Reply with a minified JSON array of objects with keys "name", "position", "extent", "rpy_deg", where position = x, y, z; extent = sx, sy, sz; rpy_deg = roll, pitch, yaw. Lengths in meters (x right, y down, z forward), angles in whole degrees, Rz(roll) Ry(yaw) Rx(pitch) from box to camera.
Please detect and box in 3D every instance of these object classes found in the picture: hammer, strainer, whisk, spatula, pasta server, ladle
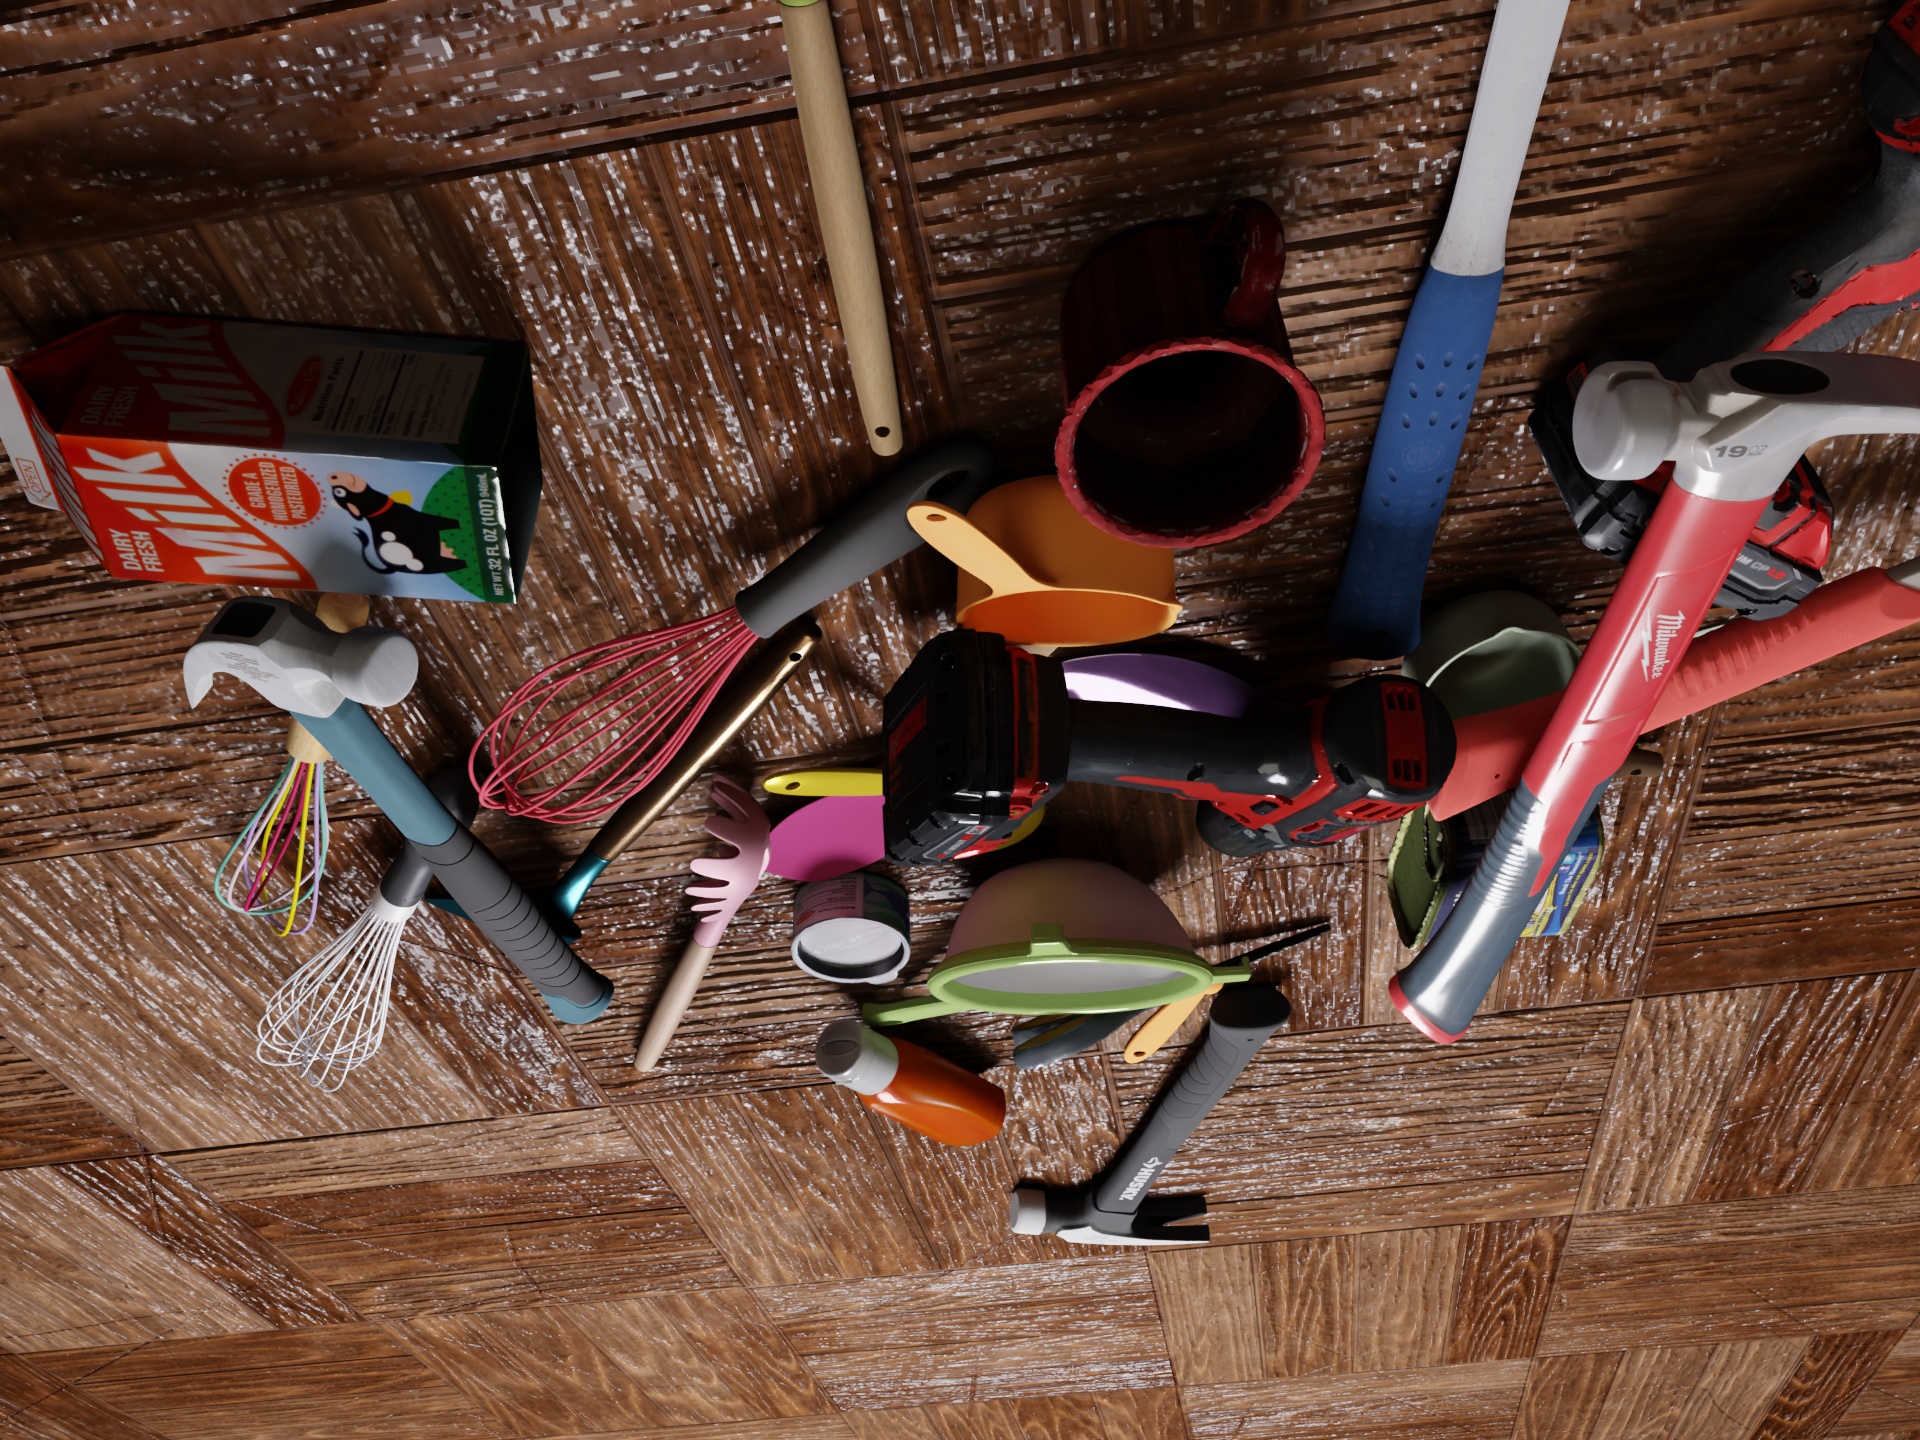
[{"name":"hammer","position":[0.265,0.018,0.651],"extent":[0.143,0.038,0.386],"rpy_deg":[0,138,-5]},{"name":"strainer","position":[0.025,0.125,0.887],"extent":[0.151,0.069,0.256],"rpy_deg":[15,156,-36]},{"name":"whisk","position":[-0.315,0.114,0.862],"extent":[0.070,0.070,0.284],"rpy_deg":[21,129,-24]},{"name":"hammer","position":[0.370,-0.036,0.683],"extent":[0.359,0.037,0.149],"rpy_deg":[-25,135,13]},{"name":"whisk","position":[-0.104,-0.036,0.692],"extent":[0.296,0.073,0.073],"rpy_deg":[-32,131,22]},{"name":"hammer","position":[0.147,0.276,1.077],"extent":[0.146,0.035,0.334],"rpy_deg":[9,138,-11]},{"name":"spatula","position":[0.194,0.002,0.771],"extent":[0.316,0.018,0.059],"rpy_deg":[7,140,-9]},{"name":"hammer","position":[0.173,-0.170,0.556],"extent":[0.144,0.035,0.405],"rpy_deg":[-2,139,0]},{"name":"hammer","position":[-0.237,0.057,0.734],"extent":[0.128,0.033,0.330],"rpy_deg":[12,148,23]},{"name":"pasta server","position":[-0.155,0.130,0.891],"extent":[0.040,0.060,0.316],"rpy_deg":[17,142,-12]},{"name":"whisk","position":[-0.319,0.024,0.767],"extent":[0.051,0.047,0.244],"rpy_deg":[17,132,-18]},{"name":"ladle","position":[-0.046,-0.197,0.503],"extent":[0.078,0.062,0.319],"rpy_deg":[-3,142,5]},{"name":"spatula","position":[-0.167,0.042,0.804],"extent":[0.082,0.044,0.317],"rpy_deg":[29,126,-29]}]

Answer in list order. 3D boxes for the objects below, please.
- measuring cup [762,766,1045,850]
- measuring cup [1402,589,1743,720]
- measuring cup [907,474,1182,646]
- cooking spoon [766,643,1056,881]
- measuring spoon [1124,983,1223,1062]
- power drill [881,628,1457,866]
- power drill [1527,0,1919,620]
[{"name":"measuring cup","position":[-0.024,0.041,0.764],"extent":[0.156,0.029,0.062],"rpy_deg":[4,144,-37]},{"name":"measuring cup","position":[0.282,-0.035,0.720],"extent":[0.167,0.038,0.083],"rpy_deg":[-13,137,0]},{"name":"measuring cup","position":[0.024,-0.073,0.597],"extent":[0.095,0.052,0.173],"rpy_deg":[-5,165,25]},{"name":"cooking spoon","position":[-0.001,-0.002,0.759],"extent":[0.068,0.017,0.318],"rpy_deg":[17,137,-32]},{"name":"measuring spoon","position":[0.131,0.188,0.990],"extent":[0.021,0.011,0.116],"rpy_deg":[14,137,-17]},{"name":"power drill","position":[0.080,0.025,0.713],"extent":[0.226,0.080,0.188],"rpy_deg":[3,164,-14]},{"name":"power drill","position":[0.325,-0.144,0.564],"extent":[0.143,0.079,0.219],"rpy_deg":[17,133,-21]}]
